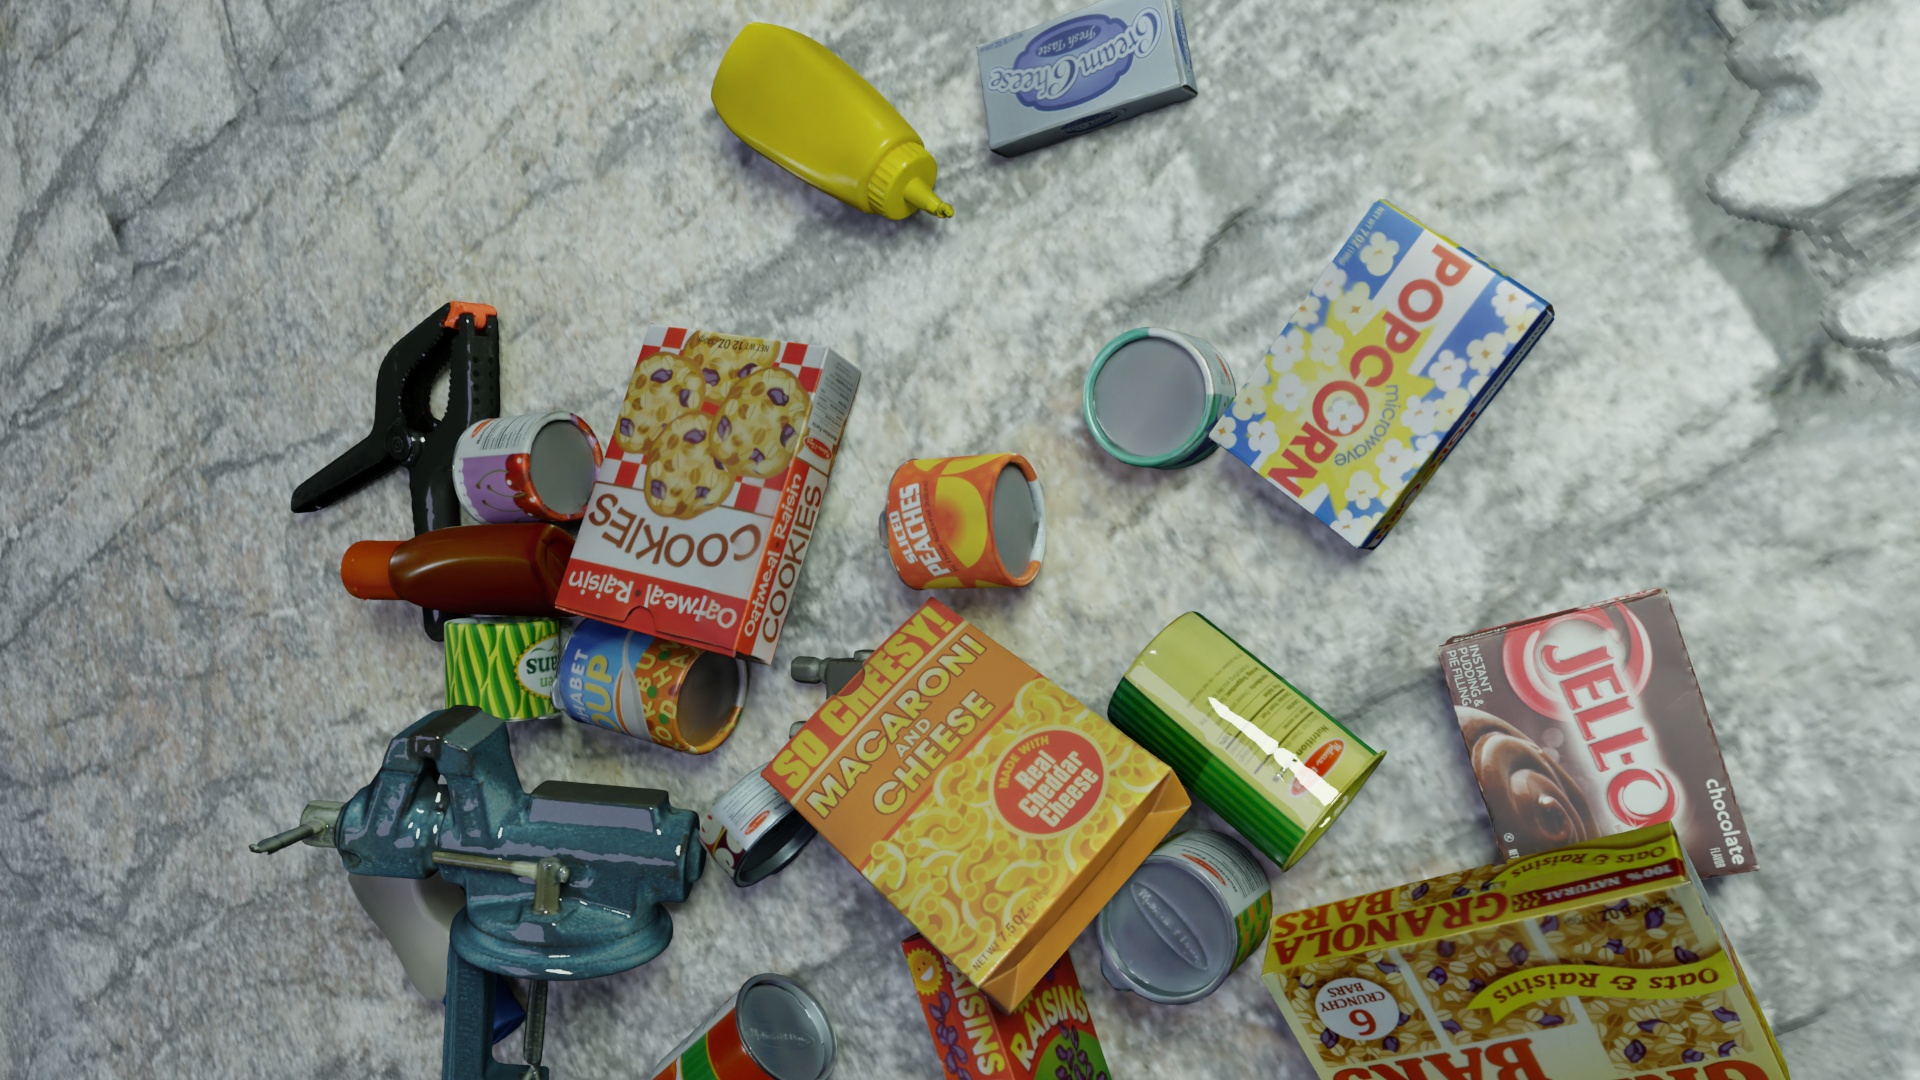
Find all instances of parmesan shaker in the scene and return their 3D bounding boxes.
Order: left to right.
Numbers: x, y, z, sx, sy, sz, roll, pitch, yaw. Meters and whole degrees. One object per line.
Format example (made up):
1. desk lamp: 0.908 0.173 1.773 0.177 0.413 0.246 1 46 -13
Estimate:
1. parmesan shaker: 0.126 0.086 0.618 0.103 0.071 0.071 40 109 23

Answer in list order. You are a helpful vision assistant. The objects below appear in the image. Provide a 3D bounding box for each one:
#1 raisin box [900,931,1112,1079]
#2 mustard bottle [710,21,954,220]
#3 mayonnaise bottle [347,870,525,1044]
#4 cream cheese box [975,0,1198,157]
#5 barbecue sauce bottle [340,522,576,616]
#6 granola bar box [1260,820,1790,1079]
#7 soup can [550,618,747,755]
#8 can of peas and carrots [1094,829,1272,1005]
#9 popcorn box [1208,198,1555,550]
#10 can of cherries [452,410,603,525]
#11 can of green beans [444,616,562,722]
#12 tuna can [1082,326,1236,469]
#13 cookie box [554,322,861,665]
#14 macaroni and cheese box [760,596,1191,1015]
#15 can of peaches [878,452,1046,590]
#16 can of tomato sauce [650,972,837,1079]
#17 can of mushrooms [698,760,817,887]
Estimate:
1. raisin box: 0.026 0.234 0.660 0.040 0.086 0.123 -25 79 28
2. mustard bottle: -0.060 -0.207 0.721 0.160 0.049 0.065 41 110 21
3. mayonnaise bottle: -0.329 0.251 0.879 0.148 0.041 0.064 49 114 18
4. cream cheese box: 0.059 -0.226 0.670 0.103 0.024 0.053 -11 86 28
5. barbecue sauce bottle: -0.298 0.018 0.829 0.148 0.064 0.044 0 52 19
6. granola bar box: 0.223 0.189 0.553 0.165 0.039 0.124 -23 107 27
7. soup can: -0.173 0.080 0.773 0.084 0.071 0.071 11 96 28
8. can of peas and carrots: 0.101 0.172 0.634 0.071 0.059 0.071 1 92 29
9. popcorn box: 0.180 -0.070 0.599 0.085 0.038 0.126 41 109 21
10. can of cherries: -0.252 -0.040 0.820 0.058 0.071 0.071 -4 89 27
11. can of green beans: -0.274 0.076 0.831 0.071 0.071 0.058 1 91 28
12. tuna can: 0.091 -0.065 0.650 0.071 0.033 0.071 0 91 28
13. cookie box: -0.136 -0.028 0.743 0.123 0.040 0.167 11 79 28
14. macaroni and cheese box: 0.002 0.113 0.641 0.124 0.040 0.167 -46 49 -13
15. can of peaches: 0.002 -0.008 0.678 0.058 0.071 0.071 -2 90 27
16. can of tomato sauce: -0.117 0.287 0.749 0.083 0.071 0.071 -45 71 22
17. can of mushrooms: -0.104 0.151 0.742 0.033 0.071 0.071 42 110 21
